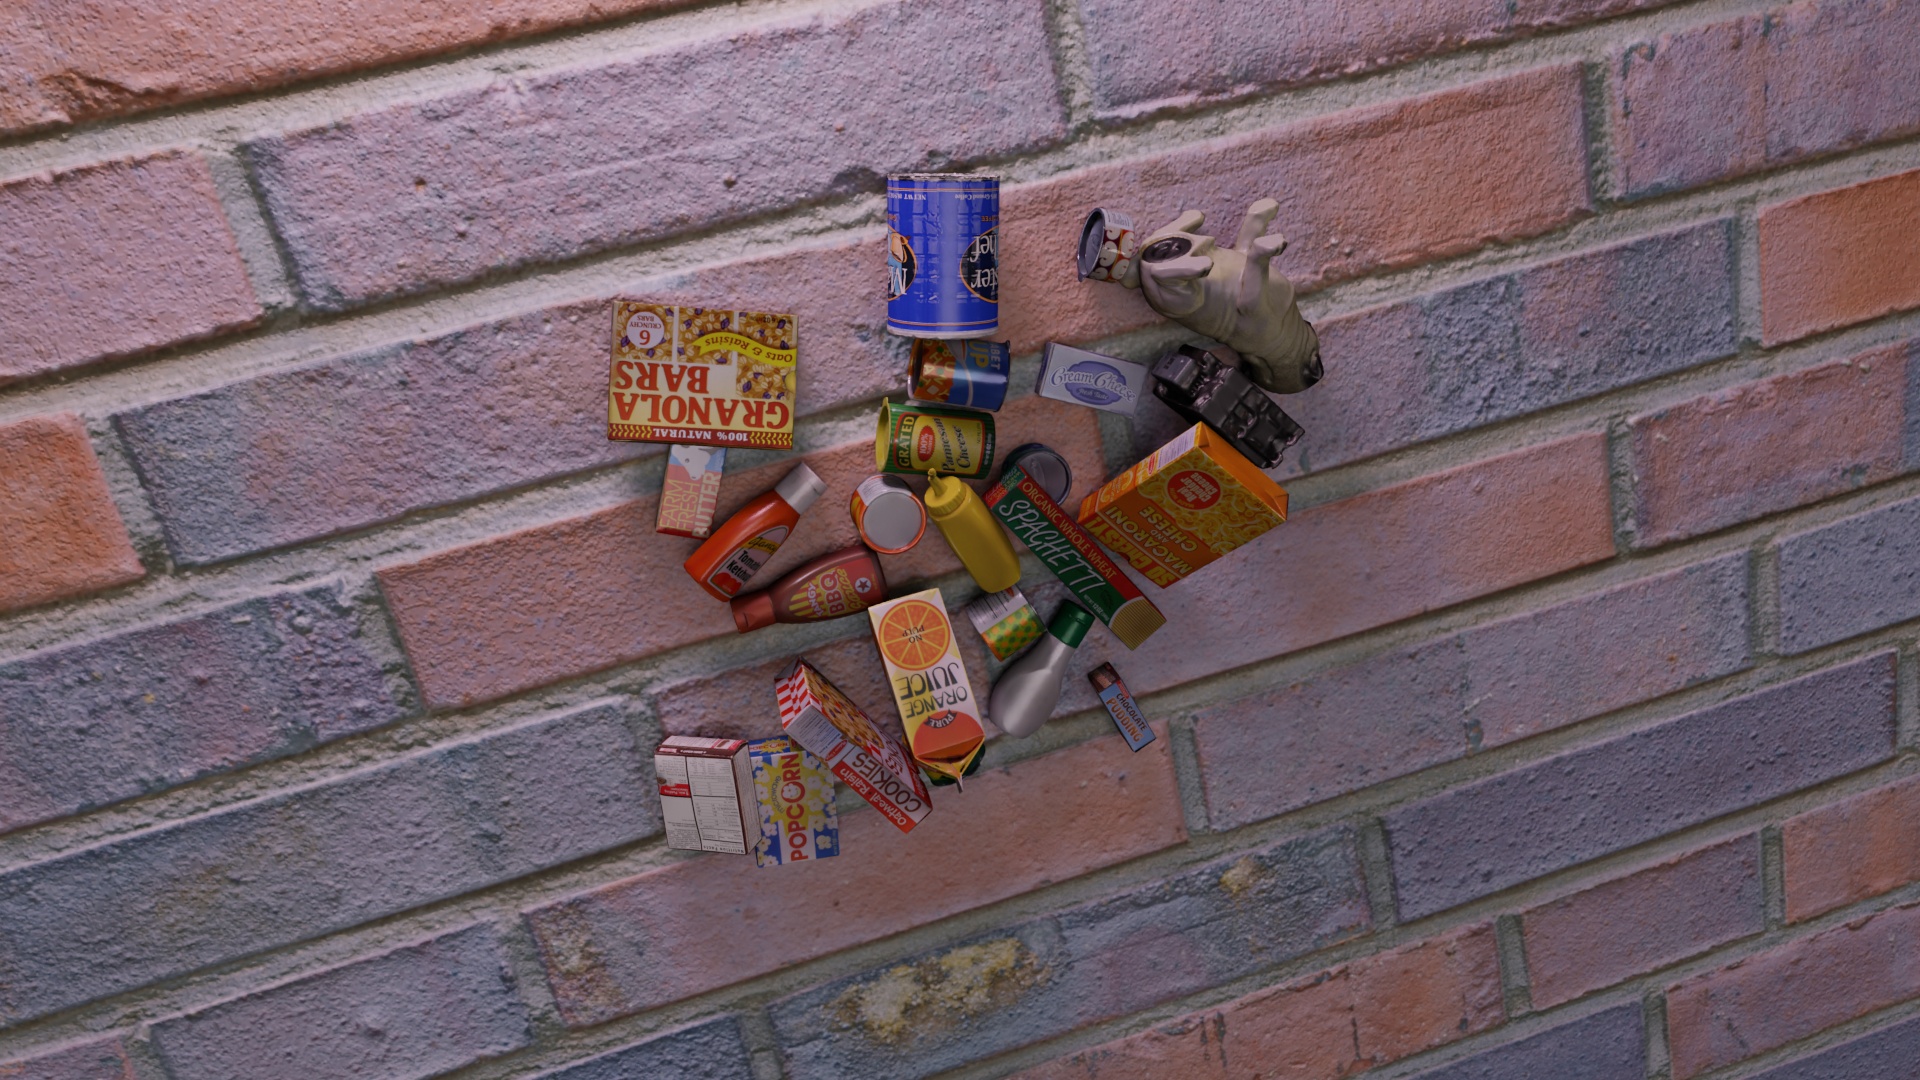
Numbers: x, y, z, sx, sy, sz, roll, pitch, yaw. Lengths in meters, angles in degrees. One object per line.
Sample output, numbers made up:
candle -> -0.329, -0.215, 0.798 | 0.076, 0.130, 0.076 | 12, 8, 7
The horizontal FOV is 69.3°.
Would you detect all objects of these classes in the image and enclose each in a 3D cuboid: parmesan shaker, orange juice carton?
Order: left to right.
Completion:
orange juice carton -> -0.028, 0.150, 1.339 | 0.073, 0.071, 0.193 | -17, 77, -8
parmesan shaker -> -0.024, -0.096, 1.317 | 0.103, 0.071, 0.071 | 4, 105, -14

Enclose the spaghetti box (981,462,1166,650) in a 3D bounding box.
spaghetti box -> 0.116, 0.020, 1.379 | 0.050, 0.029, 0.249 | -42, 121, 6

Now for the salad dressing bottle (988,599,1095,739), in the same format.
salad dressing bottle -> 0.085, 0.131, 1.422 | 0.064, 0.044, 0.147 | 30, 96, -17

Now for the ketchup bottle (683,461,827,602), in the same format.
ketchup bottle -> -0.190, -0.010, 1.310 | 0.149, 0.043, 0.064 | -45, 150, -3

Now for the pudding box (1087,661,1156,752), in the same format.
pudding box -> 0.168, 0.174, 1.450 | 0.030, 0.050, 0.083 | -31, 110, 0

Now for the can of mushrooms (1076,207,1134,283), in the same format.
can of mushrooms -> 0.135, -0.274, 1.303 | 0.033, 0.071, 0.071 | 8, 104, -16

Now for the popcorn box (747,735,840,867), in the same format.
popcorn box -> -0.170, 0.262, 1.402 | 0.085, 0.038, 0.126 | -6, 107, -10

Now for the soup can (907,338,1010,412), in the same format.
soup can -> -0.002, -0.161, 1.302 | 0.084, 0.071, 0.071 | 7, 105, -15

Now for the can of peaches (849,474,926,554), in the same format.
can of peaches -> -0.069, -0.023, 1.332 | 0.071, 0.058, 0.071 | -4, 106, -12

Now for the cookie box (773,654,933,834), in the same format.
cookie box -> -0.105, 0.197, 1.353 | 0.040, 0.123, 0.167 | -44, 110, 4

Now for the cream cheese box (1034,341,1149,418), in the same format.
cream cheese box -> 0.128, -0.157, 1.357 | 0.104, 0.024, 0.053 | 11, 103, -16

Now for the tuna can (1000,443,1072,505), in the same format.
tuna can -> 0.071, -0.060, 1.367 | 0.071, 0.033, 0.071 | -4, 107, -12

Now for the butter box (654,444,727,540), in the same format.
butter box -> -0.251, -0.054, 1.298 | 0.053, 0.024, 0.103 | 9, 103, -15

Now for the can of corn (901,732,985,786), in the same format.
can of corn -> -0.016, 0.205, 1.405 | 0.071, 0.071, 0.058 | -34, 110, -1

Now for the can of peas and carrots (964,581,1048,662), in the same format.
can of peas and carrots -> 0.046, 0.081, 1.386 | 0.059, 0.071, 0.070 | -34, 111, -1

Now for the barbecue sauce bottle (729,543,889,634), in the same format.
barbecue sauce bottle -> -0.147, 0.052, 1.344 | 0.149, 0.044, 0.064 | -17, 111, -7

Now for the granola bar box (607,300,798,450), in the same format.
granola bar box -> -0.232, -0.147, 1.254 | 0.166, 0.039, 0.124 | 2, 92, -14

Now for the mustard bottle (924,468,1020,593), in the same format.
mustard bottle -> 0.005, -0.017, 1.329 | 0.049, 0.065, 0.159 | -28, 130, 11

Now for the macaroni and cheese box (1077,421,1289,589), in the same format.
macaroni and cheese box -> 0.215, -0.030, 1.356 | 0.123, 0.040, 0.165 | 37, 134, -20
